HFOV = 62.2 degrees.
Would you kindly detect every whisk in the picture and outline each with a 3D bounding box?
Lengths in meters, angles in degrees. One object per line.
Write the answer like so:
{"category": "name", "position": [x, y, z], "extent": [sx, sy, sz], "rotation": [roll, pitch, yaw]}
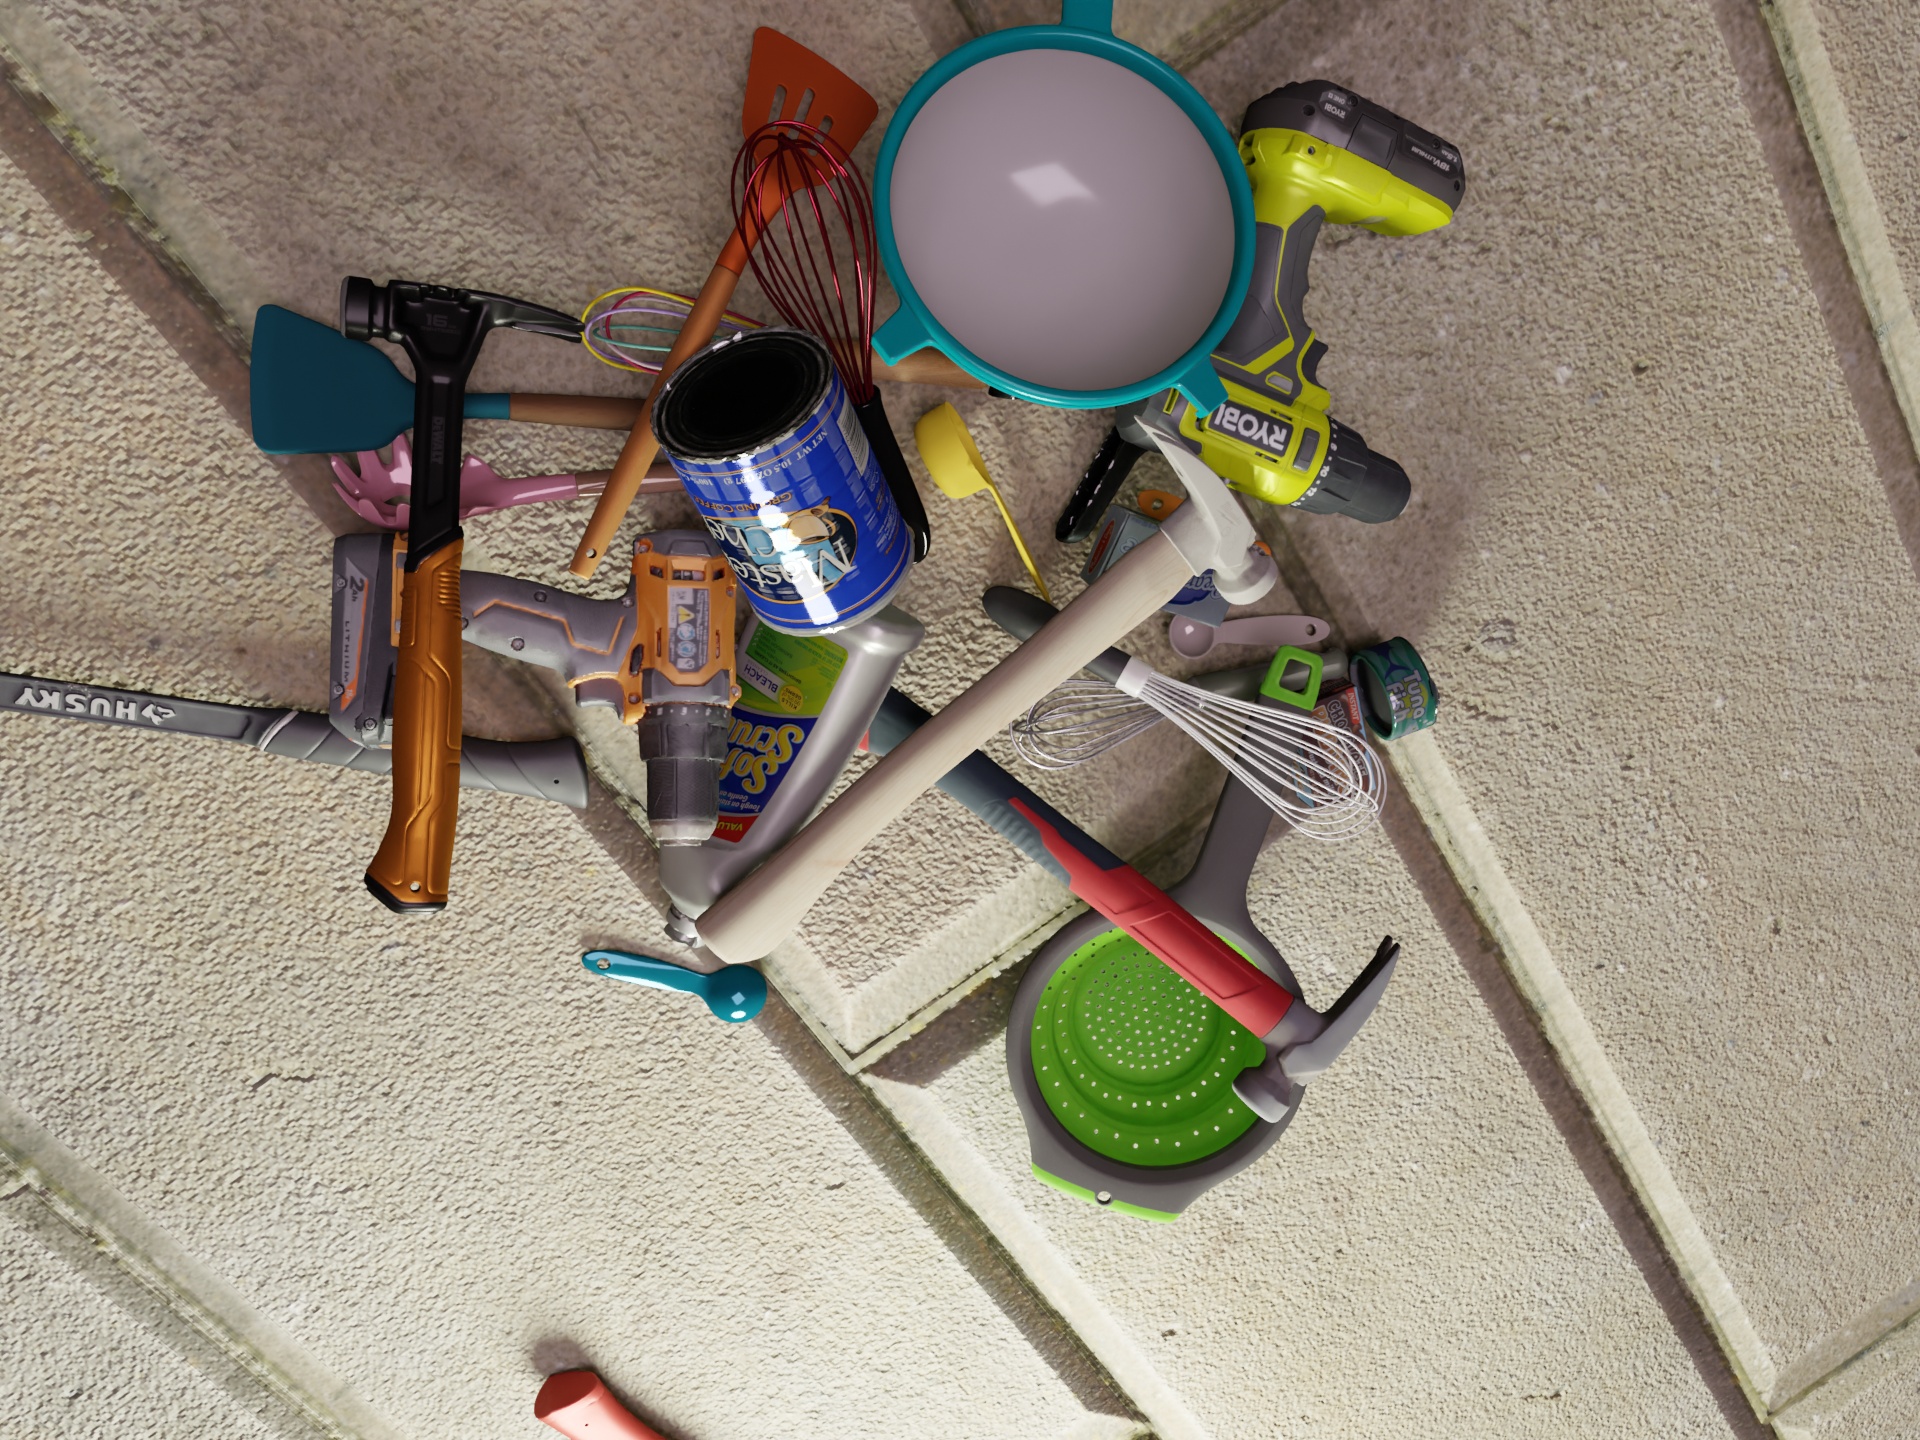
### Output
{"category": "whisk", "position": [0.138, -0.011, 1.006], "extent": [0.284, 0.070, 0.070], "rotation": [29, 102, 6]}
{"category": "whisk", "position": [0.149, -0.016, 1.063], "extent": [0.246, 0.058, 0.059], "rotation": [-13, 92, -15]}
{"category": "whisk", "position": [-0.097, -0.218, 0.929], "extent": [0.245, 0.051, 0.047], "rotation": [2, 103, -18]}
{"category": "whisk", "position": [-0.061, -0.199, 0.897], "extent": [0.073, 0.073, 0.295], "rotation": [-23, 136, -5]}

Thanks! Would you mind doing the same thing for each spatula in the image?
{"category": "spatula", "position": [-0.230, -0.179, 0.907], "extent": [0.317, 0.044, 0.082], "rotation": [0, 82, -16]}
{"category": "spatula", "position": [-0.141, -0.225, 0.879], "extent": [0.081, 0.041, 0.322], "rotation": [26, 90, -24]}

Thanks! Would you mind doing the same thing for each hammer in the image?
{"category": "hammer", "position": [0.097, 0.087, 1.021], "extent": [0.386, 0.038, 0.143], "rotation": [38, 94, -3]}
{"category": "hammer", "position": [-0.274, -0.065, 0.850], "extent": [0.127, 0.034, 0.337], "rotation": [4, 84, -19]}
{"category": "hammer", "position": [-0.422, 0.008, 0.931], "extent": [0.408, 0.036, 0.149], "rotation": [10, 108, -18]}
{"category": "hammer", "position": [-0.184, 0.602, 1.207], "extent": [0.149, 0.037, 0.358], "rotation": [-44, 114, 4]}
{"category": "hammer", "position": [-0.001, -0.003, 0.944], "extent": [0.410, 0.038, 0.146], "rotation": [-40, 132, 5]}

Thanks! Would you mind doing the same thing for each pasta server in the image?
{"category": "pasta server", "position": [-0.198, -0.145, 0.931], "extent": [0.316, 0.060, 0.040], "rotation": [-7, 142, -14]}

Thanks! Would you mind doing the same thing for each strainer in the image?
{"category": "strainer", "position": [0.055, -0.327, 0.893], "extent": [0.211, 0.095, 0.340], "rotation": [7, 81, -11]}

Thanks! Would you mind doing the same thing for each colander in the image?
{"category": "colander", "position": [0.159, 0.137, 1.092], "extent": [0.204, 0.094, 0.397], "rotation": [19, 96, -1]}

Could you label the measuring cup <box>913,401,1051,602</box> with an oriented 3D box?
{"category": "measuring cup", "position": [0.015, -0.127, 0.991], "extent": [0.029, 0.062, 0.156], "rotation": [-24, 125, 10]}

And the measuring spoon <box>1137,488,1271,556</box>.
{"category": "measuring spoon", "position": [0.160, -0.123, 1.034], "extent": [0.116, 0.011, 0.021], "rotation": [21, 105, -31]}

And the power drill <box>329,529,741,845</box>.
{"category": "power drill", "position": [-0.240, -0.020, 0.917], "extent": [0.226, 0.084, 0.185], "rotation": [1, 84, -16]}

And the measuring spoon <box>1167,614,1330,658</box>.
{"category": "measuring spoon", "position": [0.194, -0.059, 1.077], "extent": [0.124, 0.018, 0.034], "rotation": [-3, 87, -20]}

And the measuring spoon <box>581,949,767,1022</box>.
{"category": "measuring spoon", "position": [-0.189, 0.176, 1.057], "extent": [0.128, 0.021, 0.042], "rotation": [17, 104, -21]}

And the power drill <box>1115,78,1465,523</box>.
{"category": "power drill", "position": [0.214, -0.241, 0.955], "extent": [0.190, 0.080, 0.228], "rotation": [18, 92, -19]}
